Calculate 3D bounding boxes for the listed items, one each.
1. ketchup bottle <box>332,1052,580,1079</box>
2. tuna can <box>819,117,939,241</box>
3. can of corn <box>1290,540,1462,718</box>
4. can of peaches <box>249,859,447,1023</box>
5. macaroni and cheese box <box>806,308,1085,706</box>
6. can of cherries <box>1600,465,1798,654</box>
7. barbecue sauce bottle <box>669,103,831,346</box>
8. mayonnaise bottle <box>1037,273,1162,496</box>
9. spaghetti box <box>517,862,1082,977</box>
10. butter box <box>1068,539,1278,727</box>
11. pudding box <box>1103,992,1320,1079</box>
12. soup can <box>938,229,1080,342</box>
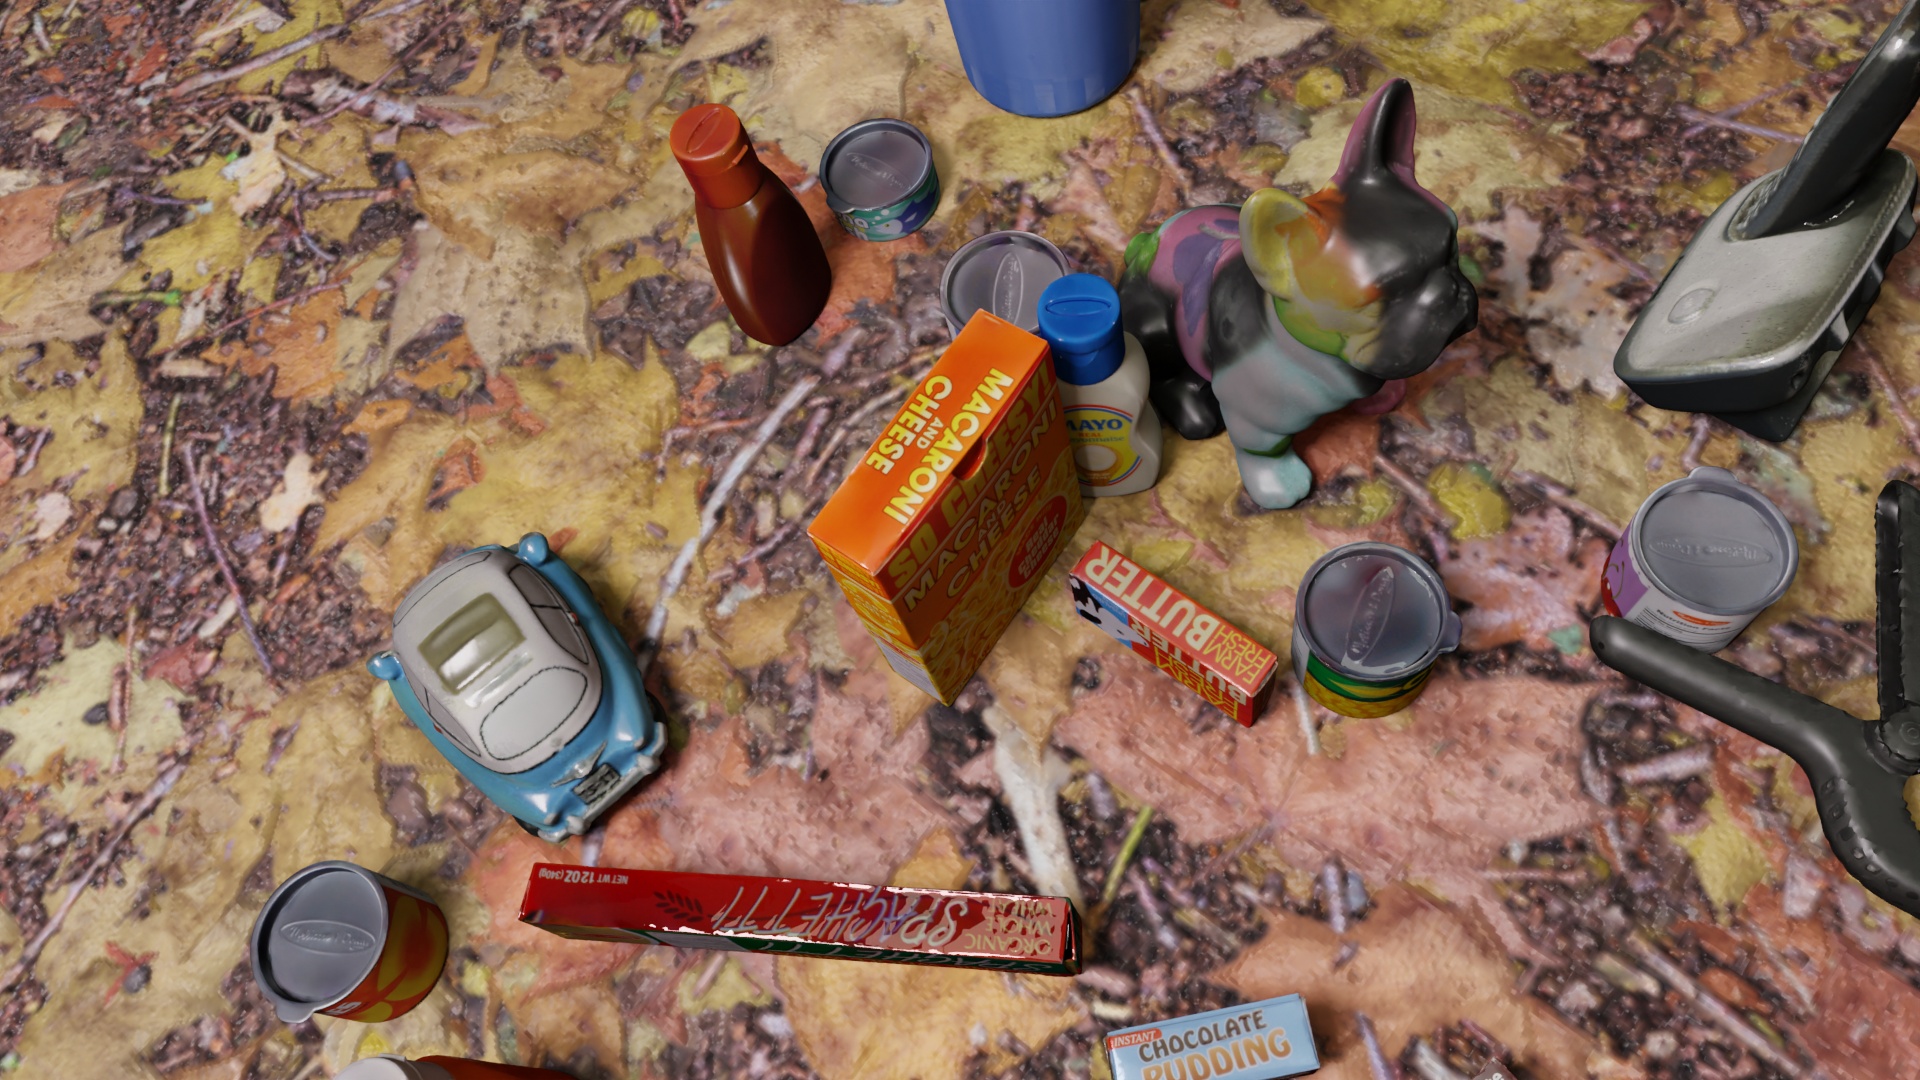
[{"bbox_3d":[-0.201,0.232,0.561,0.065,0.148,0.044,3,66,11],"label":"ketchup bottle"},{"bbox_3d":[-0.048,-0.207,0.804,0.071,0.032,0.071,-4,65,8],"label":"tuna can"},{"bbox_3d":[0.187,0.043,0.632,0.071,0.058,0.071,-4,65,8],"label":"can of corn"},{"bbox_3d":[-0.283,0.190,0.646,0.071,0.058,0.071,-4,65,8],"label":"can of peaches"},{"bbox_3d":[0.002,-0.008,0.628,0.040,0.166,0.124,30,74,21],"label":"macaroni and cheese box"},{"bbox_3d":[0.329,0.011,0.622,0.071,0.058,0.072,-4,65,8],"label":"can of cherries"},{"bbox_3d":[-0.111,-0.166,0.732,0.044,0.148,0.065,25,72,20],"label":"barbecue sauce bottle"},{"bbox_3d":[0.061,-0.069,0.657,0.065,0.147,0.041,0,66,10],"label":"mayonnaise bottle"},{"bbox_3d":[-0.070,0.170,0.622,0.250,0.050,0.029,1,66,10],"label":"spaghetti box"},{"bbox_3d":[0.100,0.044,0.650,0.103,0.053,0.024,34,76,22],"label":"butter box"},{"bbox_3d":[0.104,0.211,0.573,0.084,0.049,0.030,-13,64,4],"label":"pudding box"},{"bbox_3d":[0.031,-0.108,0.716,0.071,0.083,0.071,-4,65,8],"label":"soup can"}]
